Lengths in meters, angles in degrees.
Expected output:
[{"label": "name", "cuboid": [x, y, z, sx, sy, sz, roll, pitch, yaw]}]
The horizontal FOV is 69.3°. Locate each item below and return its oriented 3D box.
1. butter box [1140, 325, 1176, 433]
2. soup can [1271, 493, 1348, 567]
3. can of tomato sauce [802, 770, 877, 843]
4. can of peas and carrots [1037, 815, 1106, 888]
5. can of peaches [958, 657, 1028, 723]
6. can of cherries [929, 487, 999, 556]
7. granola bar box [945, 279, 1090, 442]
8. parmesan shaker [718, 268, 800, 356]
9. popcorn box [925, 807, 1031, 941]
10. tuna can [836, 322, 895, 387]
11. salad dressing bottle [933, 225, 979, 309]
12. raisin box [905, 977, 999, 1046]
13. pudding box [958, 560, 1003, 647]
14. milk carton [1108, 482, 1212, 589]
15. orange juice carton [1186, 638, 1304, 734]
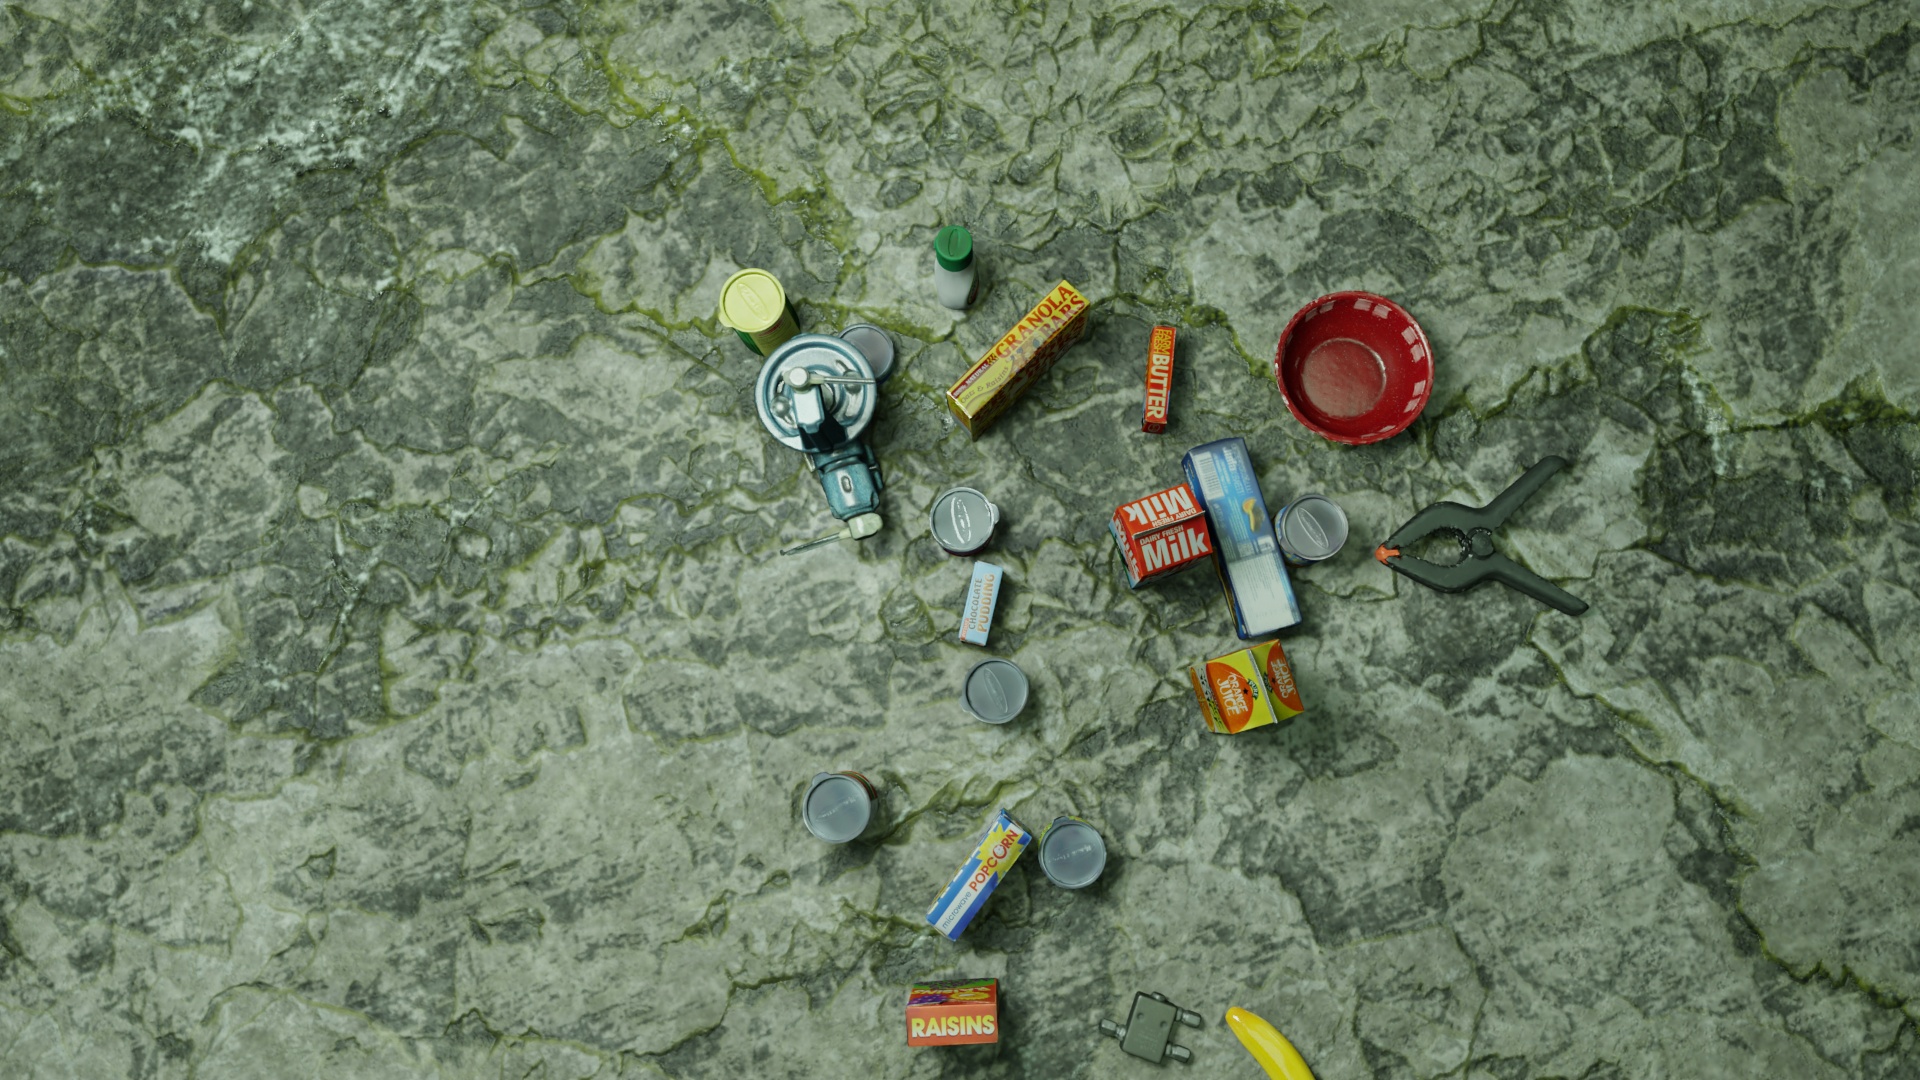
[{"label": "butter box", "cuboid": [0.205, -0.167, 1.442, 0.024, 0.053, 0.103, 6, 83, 3]}, {"label": "soup can", "cuboid": [0.346, -0.007, 1.401, 0.071, 0.083, 0.071, 0, 83, 2]}, {"label": "can of tomato sauce", "cuboid": [-0.119, 0.262, 1.380, 0.071, 0.083, 0.071, 0, 83, 2]}, {"label": "can of peas and carrots", "cuboid": [0.109, 0.306, 1.379, 0.071, 0.058, 0.071, 0, 83, 2]}, {"label": "can of peaches", "cuboid": [0.033, 0.153, 1.402, 0.071, 0.058, 0.071, 0, 83, 2]}, {"label": "can of cherries", "cuboid": [0.005, -0.018, 1.426, 0.071, 0.058, 0.071, 0, 83, 2]}, {"label": "granola bar box", "cuboid": [0.058, -0.181, 1.413, 0.165, 0.124, 0.039, -44, 84, -4]}, {"label": "parmesan shaker", "cuboid": [-0.209, -0.233, 1.439, 0.071, 0.103, 0.071, 0, 83, 2]}, {"label": "popcorn box", "cuboid": [0.018, 0.327, 1.366, 0.038, 0.085, 0.127, 37, 85, 6]}, {"label": "tuna can", "cuboid": [-0.104, -0.192, 1.465, 0.071, 0.033, 0.071, 0, 82, 2]}, {"label": "salad dressing bottle", "cuboid": [-0.004, -0.279, 1.416, 0.044, 0.147, 0.064, 9, 83, 3]}, {"label": "raisin box", "cuboid": [-0.006, 0.450, 1.331, 0.086, 0.123, 0.040, -3, 83, 2]}, {"label": "pudding box", "cuboid": [0.021, 0.065, 1.419, 0.030, 0.049, 0.084, 13, 83, 3]}, {"label": "milk carton", "cuboid": [0.194, -0.004, 1.352, 0.072, 0.190, 0.073, -19, 83, 0]}, {"label": "orange juice carton", "cuboid": [0.273, 0.141, 1.328, 0.073, 0.192, 0.072, -18, 83, 0]}]
